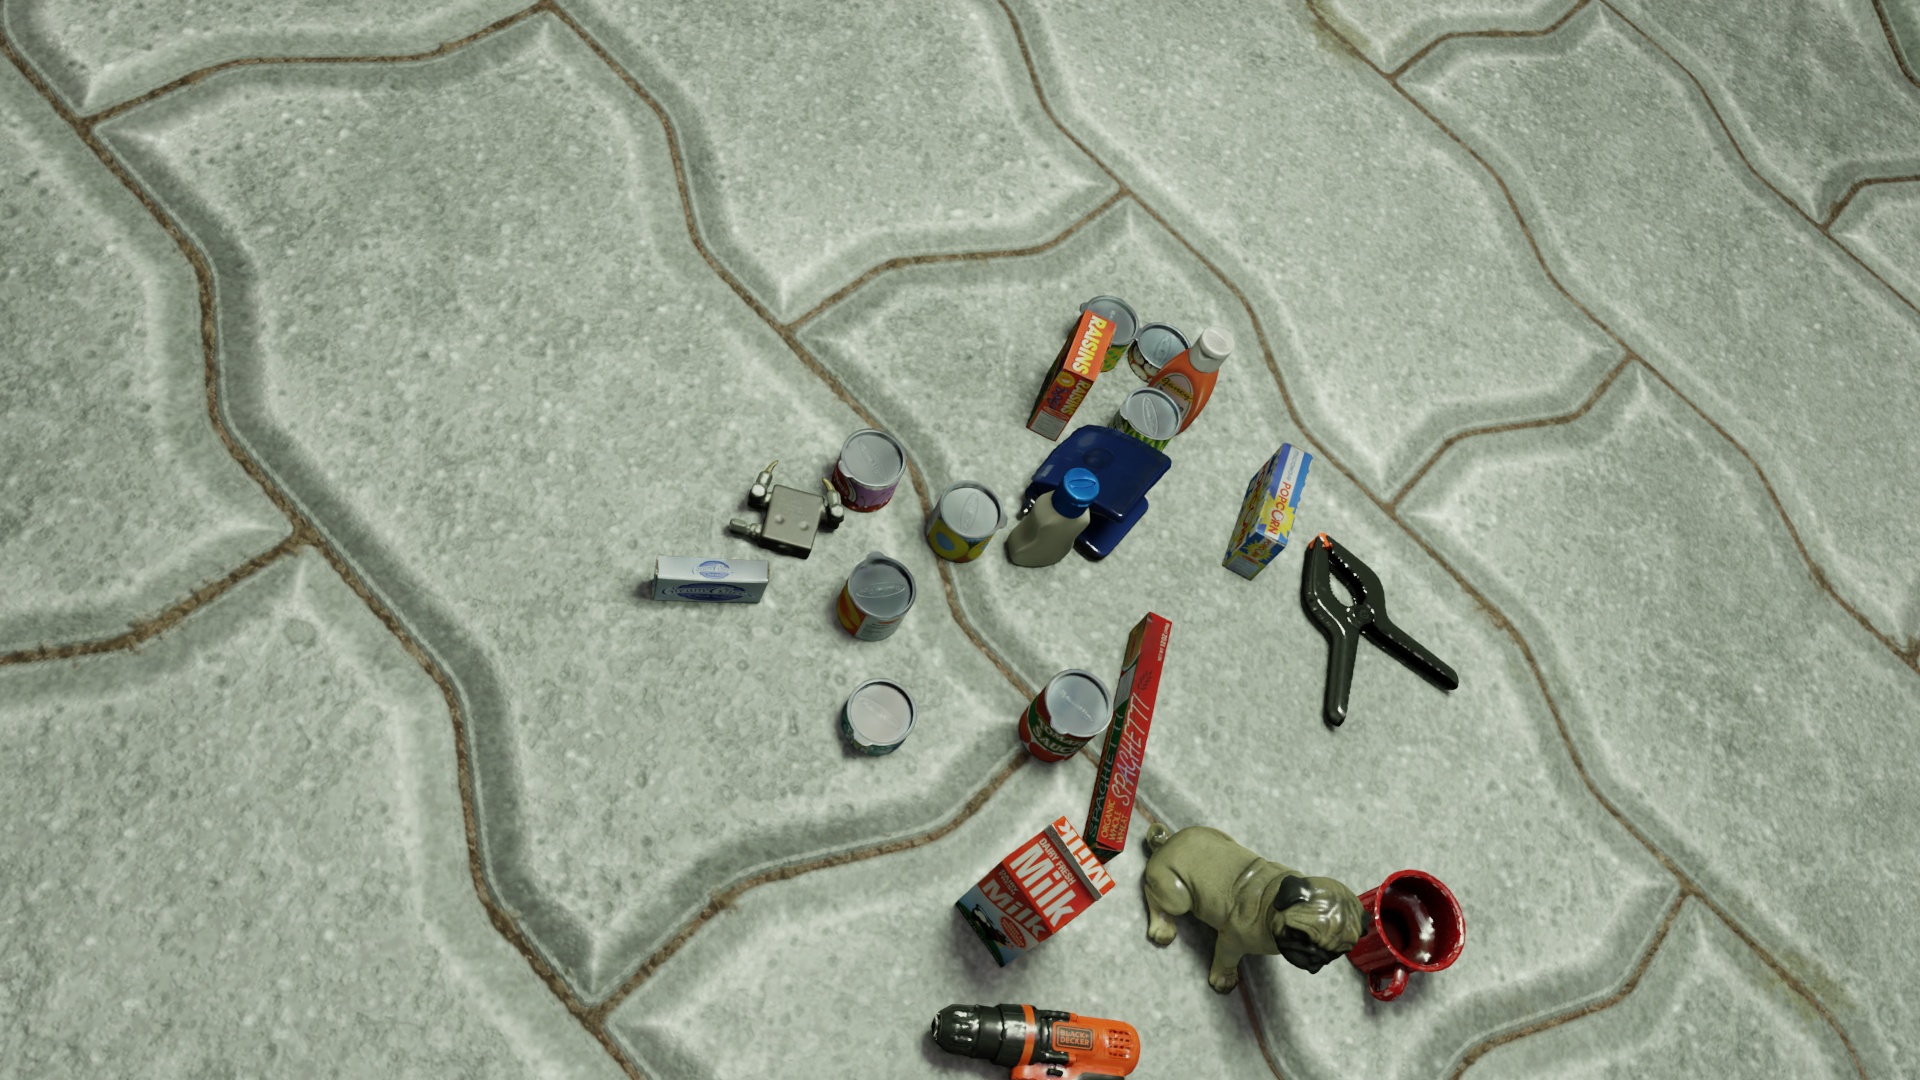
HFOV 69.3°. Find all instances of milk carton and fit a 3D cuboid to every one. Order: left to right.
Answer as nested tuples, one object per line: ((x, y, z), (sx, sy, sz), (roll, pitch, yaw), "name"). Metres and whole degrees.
((0.066, 0.293, 1.170), (0.074, 0.189, 0.072), (-30, 76, -28), "milk carton")

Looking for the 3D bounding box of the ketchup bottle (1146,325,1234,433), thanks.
((0.247, -0.175, 1.495), (0.065, 0.148, 0.044), (44, 60, 8), "ketchup bottle")

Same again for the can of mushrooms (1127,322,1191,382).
((0.223, -0.213, 1.574), (0.071, 0.033, 0.071), (7, 62, -14), "can of mushrooms")

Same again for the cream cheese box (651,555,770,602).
((-0.232, 0.037, 1.291), (0.104, 0.053, 0.024), (3, 63, -16), "cream cheese box")

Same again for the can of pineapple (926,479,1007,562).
((0.005, -0.017, 1.390), (0.071, 0.057, 0.071), (7, 62, -14), "can of pineapple")

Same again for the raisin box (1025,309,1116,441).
((0.117, -0.173, 1.468), (0.040, 0.122, 0.086), (25, 59, -4), "raisin box")

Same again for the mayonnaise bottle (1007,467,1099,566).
((0.095, -0.022, 1.368), (0.065, 0.147, 0.041), (-4, 65, -19), "mayonnaise bottle")

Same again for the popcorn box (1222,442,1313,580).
((0.328, -0.032, 1.482), (0.038, 0.084, 0.127), (26, 59, -3), "popcorn box")

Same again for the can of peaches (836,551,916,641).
((-0.081, 0.054, 1.326), (0.071, 0.057, 0.071), (7, 62, -14), "can of peaches")

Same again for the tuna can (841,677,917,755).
((-0.077, 0.165, 1.284), (0.071, 0.032, 0.071), (7, 62, -14), "tuna can")

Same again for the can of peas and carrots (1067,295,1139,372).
((0.156, -0.230, 1.548), (0.071, 0.058, 0.071), (7, 62, -14), "can of peas and carrots")

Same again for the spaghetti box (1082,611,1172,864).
((0.160, 0.188, 1.336), (0.029, 0.050, 0.251), (21, 59, -6), "spaghetti box")

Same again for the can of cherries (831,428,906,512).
((-0.095, -0.069, 1.386), (0.071, 0.058, 0.072), (7, 62, -14), "can of cherries")

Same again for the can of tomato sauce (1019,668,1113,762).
((0.097, 0.168, 1.307), (0.071, 0.082, 0.071), (7, 62, -14), "can of tomato sauce")

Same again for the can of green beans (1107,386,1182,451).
((0.198, -0.124, 1.505), (0.071, 0.057, 0.071), (7, 62, -14), "can of green beans")
